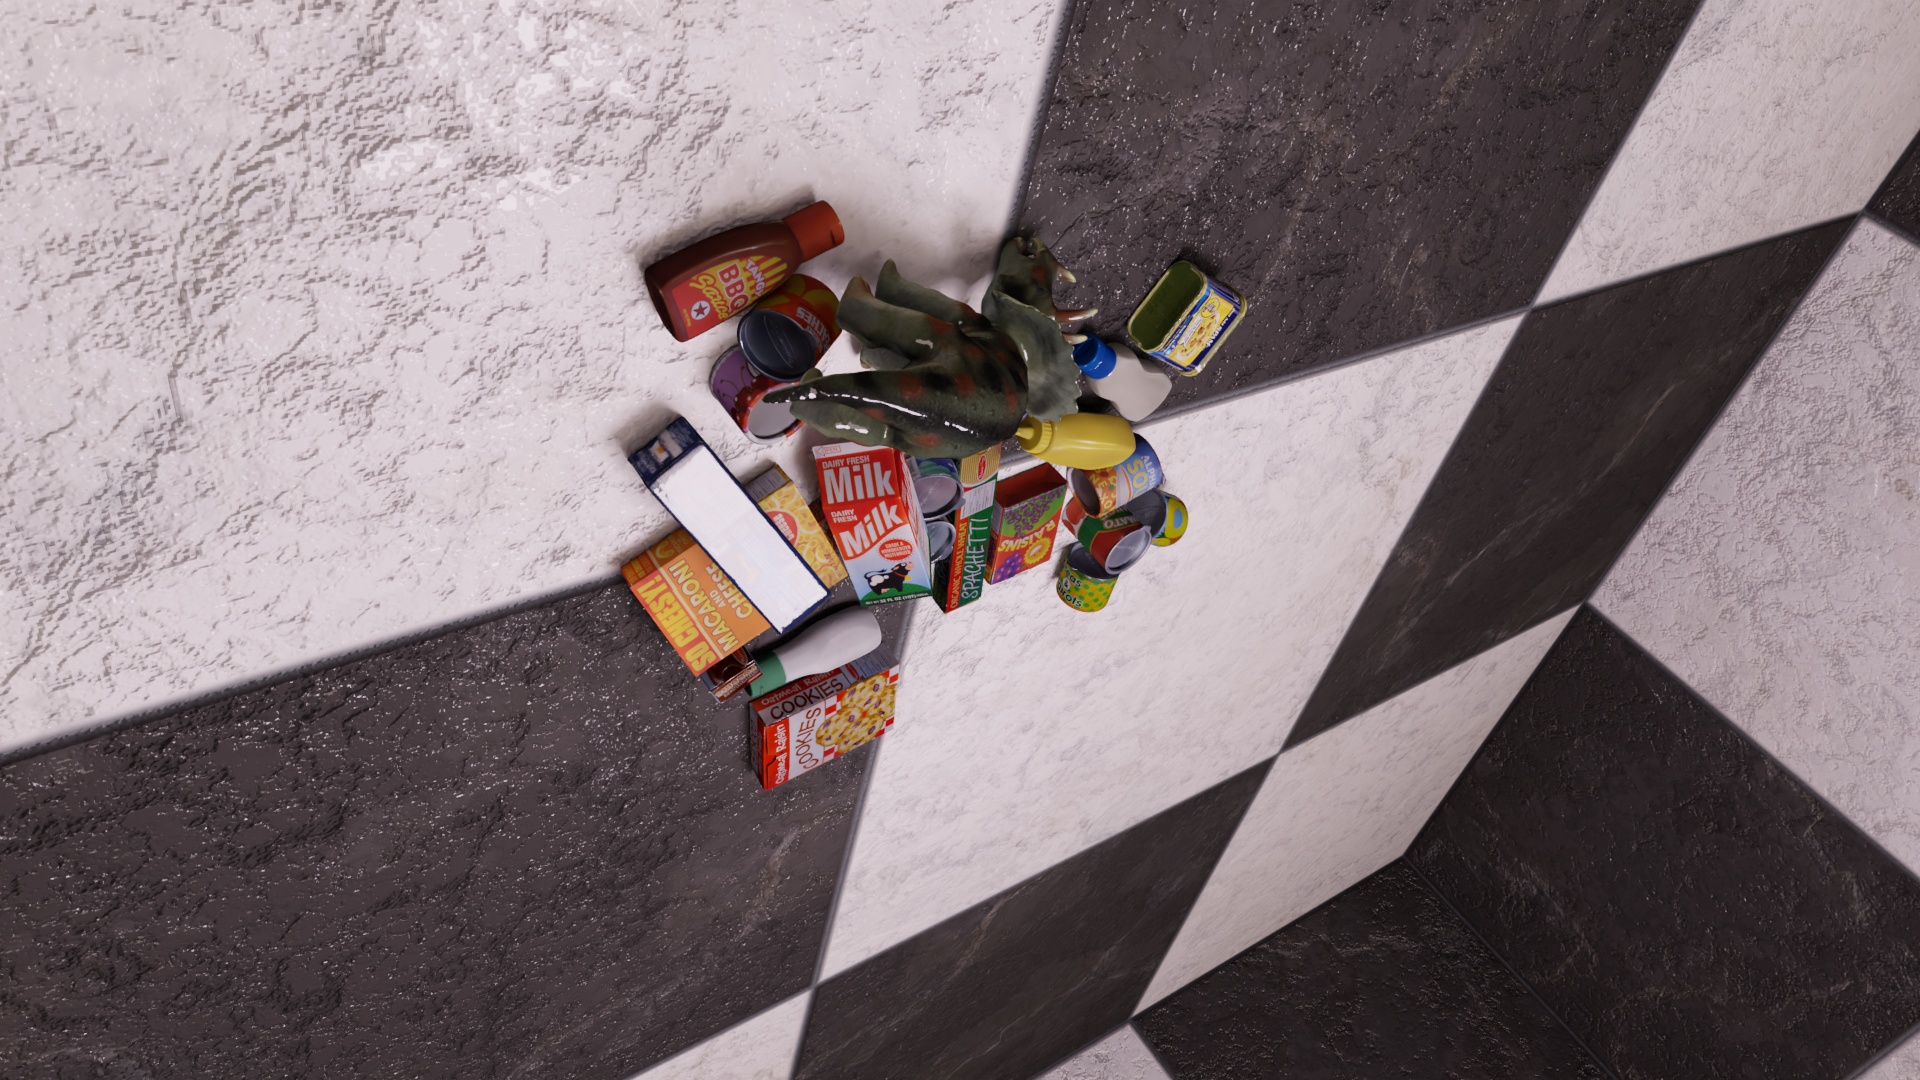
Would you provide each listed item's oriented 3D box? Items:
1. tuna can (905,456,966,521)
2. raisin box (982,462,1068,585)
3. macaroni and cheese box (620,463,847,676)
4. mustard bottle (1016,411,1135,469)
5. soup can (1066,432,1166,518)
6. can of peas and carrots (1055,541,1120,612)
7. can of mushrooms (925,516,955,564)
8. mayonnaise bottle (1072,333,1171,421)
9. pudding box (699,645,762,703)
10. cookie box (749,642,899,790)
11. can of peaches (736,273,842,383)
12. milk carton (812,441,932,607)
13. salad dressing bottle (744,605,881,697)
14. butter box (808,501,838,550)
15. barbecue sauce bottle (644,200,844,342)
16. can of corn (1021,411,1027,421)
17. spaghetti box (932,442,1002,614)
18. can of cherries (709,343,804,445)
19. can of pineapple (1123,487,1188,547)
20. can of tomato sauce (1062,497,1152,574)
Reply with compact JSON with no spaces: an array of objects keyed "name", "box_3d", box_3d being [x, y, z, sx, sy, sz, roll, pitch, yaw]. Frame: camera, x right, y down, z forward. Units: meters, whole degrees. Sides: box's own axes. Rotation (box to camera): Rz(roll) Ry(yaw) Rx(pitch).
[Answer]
[{"name":"tuna can","box_3d":[-0.030,-0.052,1.346,0.071,0.033,0.070,-12,141,-10]},{"name":"raisin box","box_3d":[0.064,-0.016,1.500,0.086,0.040,0.122,-23,144,-28]},{"name":"macaroni and cheese box","box_3d":[-0.201,0.028,1.245,0.167,0.040,0.123,-34,129,-10]},{"name":"mustard bottle","box_3d":[0.107,-0.106,1.421,0.160,0.049,0.065,4,156,-41]},{"name":"soup can","box_3d":[0.170,-0.069,1.517,0.084,0.071,0.071,-29,146,-18]},{"name":"can of peas and carrots","box_3d":[0.149,0.043,1.635,0.071,0.071,0.058,-16,141,-33]},{"name":"can of mushrooms","box_3d":[-0.040,-0.004,1.407,0.071,0.033,0.070,-23,143,-19]},{"name":"mayonnaise bottle","box_3d":[0.159,-0.170,1.416,0.064,0.041,0.148,-46,147,14]},{"name":"pudding box","box_3d":[-0.228,0.105,1.297,0.050,0.084,0.030,-35,148,-10]},{"name":"cookie box","box_3d":[-0.149,0.194,1.527,0.168,0.040,0.122,-23,144,-26]},{"name":"can of peaches","box_3d":[-0.128,-0.165,1.075,0.058,0.071,0.070,-61,167,-45]},{"name":"milk carton","box_3d":[-0.079,-0.026,1.277,0.072,0.074,0.189,-8,140,6]},{"name":"salad dressing bottle","box_3d":[-0.155,0.115,1.425,0.148,0.044,0.064,-23,145,-24]},{"name":"butter box","box_3d":[-0.159,0.011,1.314,0.103,0.024,0.053,-39,148,-3]},{"name":"barbecue sauce bottle","box_3d":[-0.158,-0.207,1.035,0.149,0.044,0.064,-31,146,-16]},{"name":"can of corn","box_3d":[0.031,-0.145,1.293,0.071,0.058,0.070,-27,145,-21]},{"name":"spaghetti box","box_3d":[0.005,-0.018,1.446,0.050,0.029,0.248,-23,144,-25]},{"name":"can of cherries","box_3d":[-0.159,-0.122,1.122,0.072,0.058,0.071,-27,146,-20]},{"name":"can of pineapple","box_3d":[0.226,-0.026,1.631,0.058,0.071,0.071,14,119,-53]},{"name":"can of tomato sauce","box_3d":[0.165,-0.015,1.566,0.071,0.083,0.070,-27,145,-21]}]
